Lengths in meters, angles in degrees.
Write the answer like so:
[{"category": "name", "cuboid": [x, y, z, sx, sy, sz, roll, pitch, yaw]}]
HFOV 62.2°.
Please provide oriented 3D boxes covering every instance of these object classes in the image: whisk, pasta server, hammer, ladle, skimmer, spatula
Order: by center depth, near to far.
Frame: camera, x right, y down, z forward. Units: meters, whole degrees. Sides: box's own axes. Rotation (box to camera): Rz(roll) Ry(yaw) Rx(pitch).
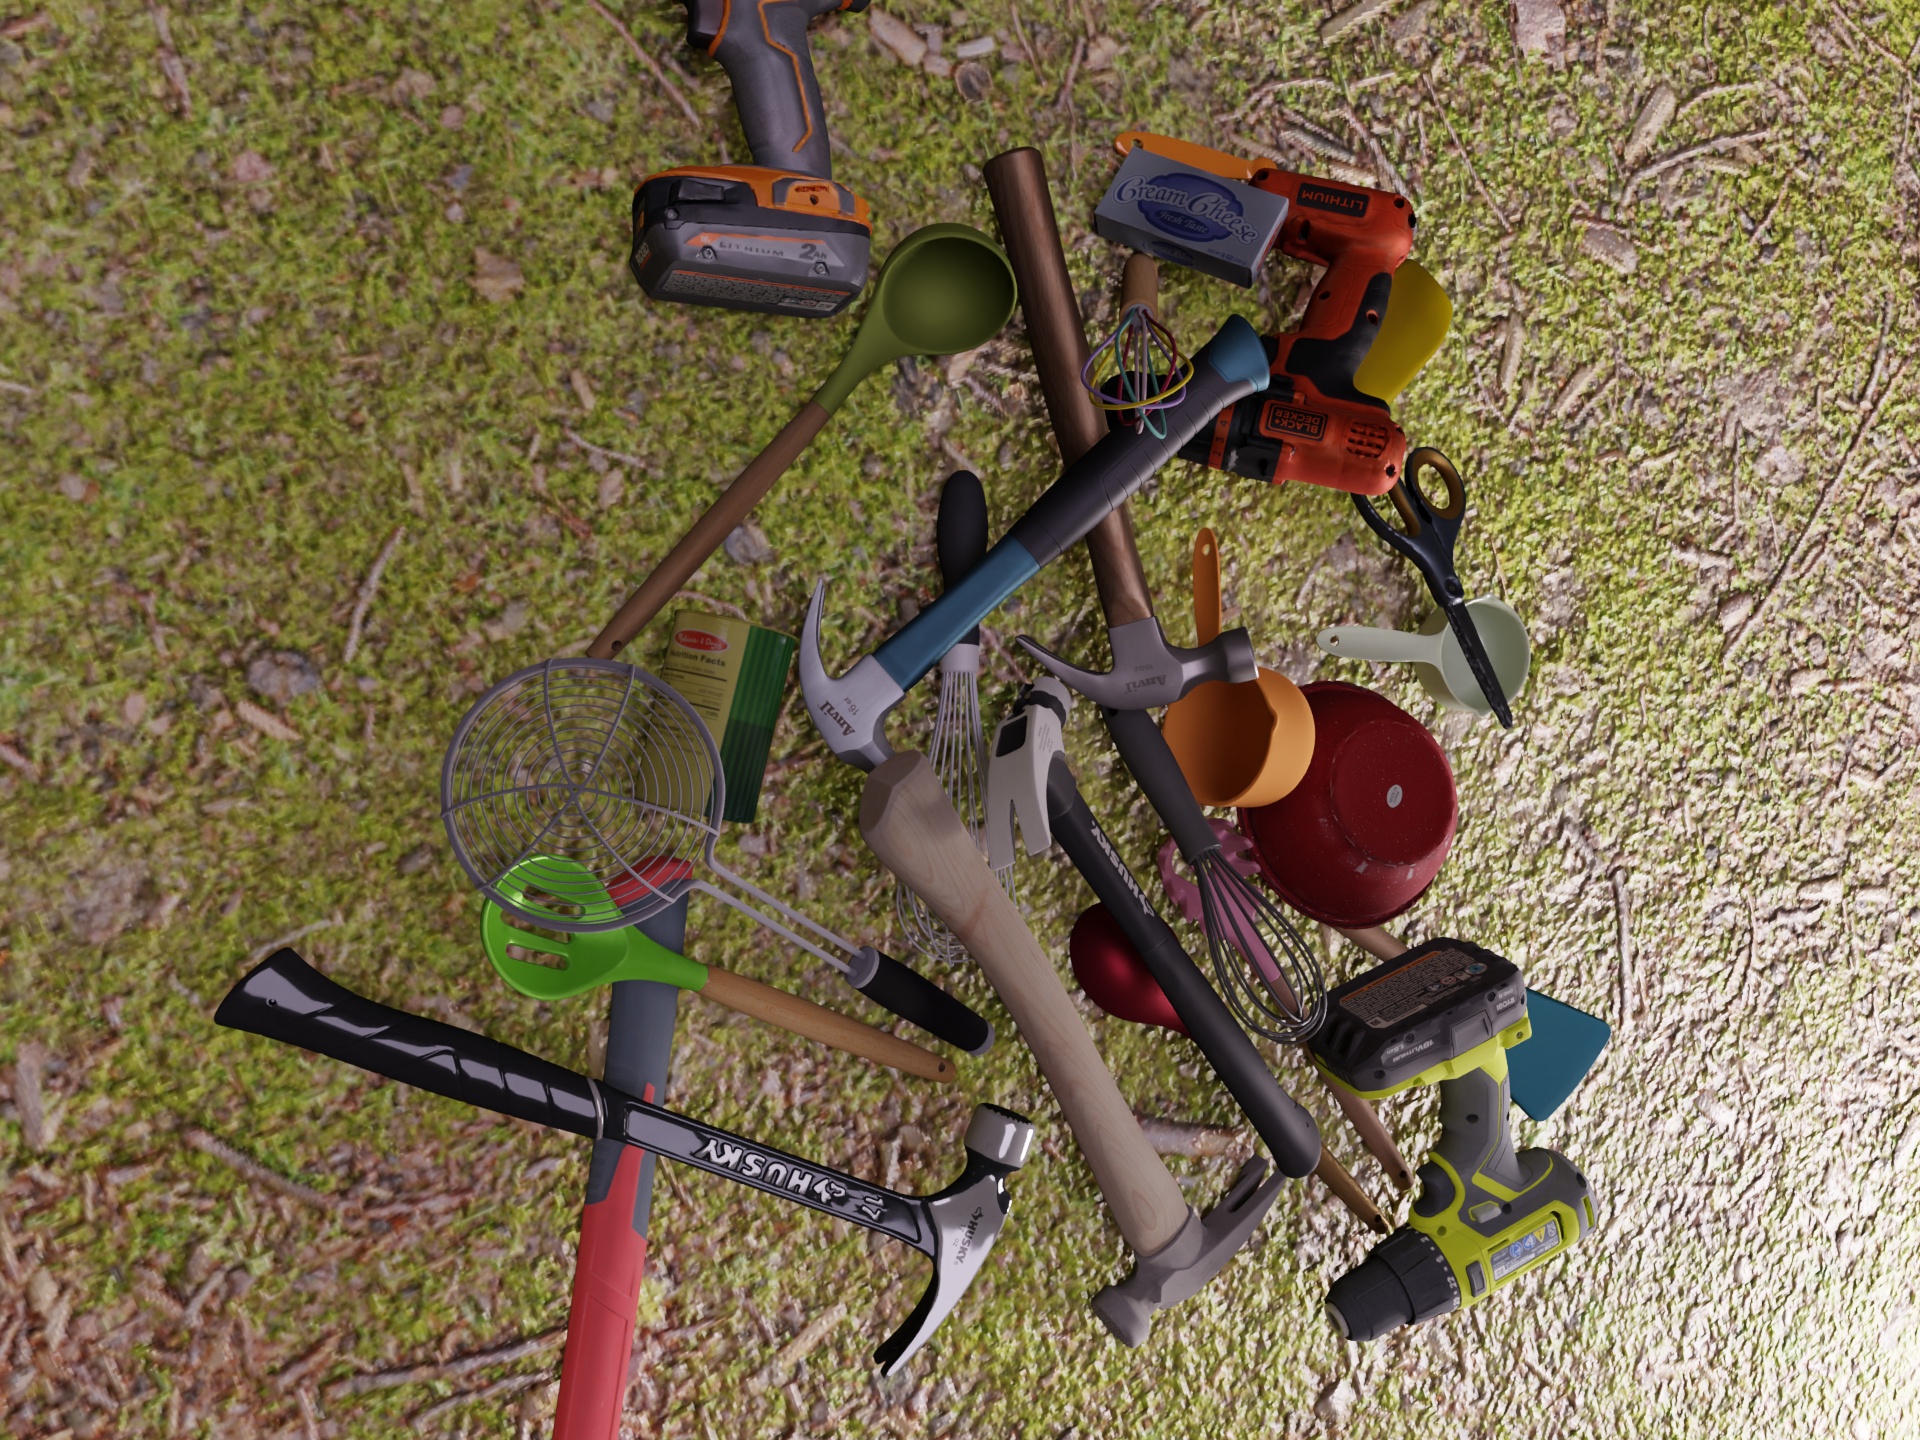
[{"category": "hammer", "cuboid": [-0.168, 0.208, 0.807, 0.408, 0.036, 0.149, 23, 84, -13]}, {"category": "skimmer", "cuboid": [-0.104, 0.094, 0.827, 0.362, 0.090, 0.127, 41, 78, -45]}, {"category": "hammer", "cuboid": [-0.169, 0.267, 0.850, 0.143, 0.038, 0.386, 9, 88, -24]}, {"category": "whisk", "cuboid": [0.101, -0.212, 0.866, 0.051, 0.245, 0.047, 42, 117, -17]}, {"category": "ladle", "cuboid": [-0.087, -0.148, 0.867, 0.320, 0.062, 0.078, -50, 133, -11]}, {"category": "hammer", "cuboid": [0.046, -0.101, 0.876, 0.331, 0.033, 0.128, -43, 86, -5]}, {"category": "hammer", "cuboid": [0.063, 0.178, 0.902, 0.146, 0.038, 0.410, -39, 118, -19]}, {"category": "whisk", "cuboid": [-0.001, -0.003, 0.909, 0.070, 0.070, 0.285, 4, 84, -23]}, {"category": "hammer", "cuboid": [0.117, 0.139, 0.911, 0.035, 0.146, 0.334, -26, 110, 24]}, {"category": "whisk", "cuboid": [0.139, 0.078, 0.924, 0.055, 0.055, 0.239, -17, 65, -22]}, {"category": "hammer", "cuboid": [0.068, -0.167, 0.924, 0.130, 0.031, 0.331, -15, 90, 11]}, {"category": "ladle", "cuboid": [0.180, 0.229, 1.006, 0.315, 0.031, 0.069, 47, 70, -19]}, {"category": "pasta server", "cuboid": [0.214, 0.186, 1.012, 0.060, 0.040, 0.316, -36, 106, -6]}, {"category": "spatula", "cuboid": [0.288, 0.154, 1.039, 0.317, 0.044, 0.082, 33, 96, -19]}]

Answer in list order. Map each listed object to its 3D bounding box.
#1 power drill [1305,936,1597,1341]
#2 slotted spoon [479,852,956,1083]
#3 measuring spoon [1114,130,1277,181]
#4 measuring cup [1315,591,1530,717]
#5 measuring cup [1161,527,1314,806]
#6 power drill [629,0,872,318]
[{"category": "power drill", "cuboid": [0.298, 0.272, 1.007, 0.190, 0.080, 0.228, -23, 108, -15]}, {"category": "slotted spoon", "cuboid": [-0.118, 0.146, 0.841, 0.313, 0.031, 0.070, 29, 64, -35]}, {"category": "measuring spoon", "cuboid": [0.148, -0.348, 0.984, 0.117, 0.011, 0.021, 3, 90, -23]}, {"category": "measuring cup", "cuboid": [0.296, -0.046, 1.042, 0.167, 0.038, 0.083, 4, 90, -21]}, {"category": "measuring cup", "cuboid": [0.170, -0.031, 0.971, 0.052, 0.095, 0.174, 9, 73, -38]}, {"category": "power drill", "cuboid": [-0.123, -0.338, 0.834, 0.164, 0.084, 0.226, 1, 87, -22]}]
